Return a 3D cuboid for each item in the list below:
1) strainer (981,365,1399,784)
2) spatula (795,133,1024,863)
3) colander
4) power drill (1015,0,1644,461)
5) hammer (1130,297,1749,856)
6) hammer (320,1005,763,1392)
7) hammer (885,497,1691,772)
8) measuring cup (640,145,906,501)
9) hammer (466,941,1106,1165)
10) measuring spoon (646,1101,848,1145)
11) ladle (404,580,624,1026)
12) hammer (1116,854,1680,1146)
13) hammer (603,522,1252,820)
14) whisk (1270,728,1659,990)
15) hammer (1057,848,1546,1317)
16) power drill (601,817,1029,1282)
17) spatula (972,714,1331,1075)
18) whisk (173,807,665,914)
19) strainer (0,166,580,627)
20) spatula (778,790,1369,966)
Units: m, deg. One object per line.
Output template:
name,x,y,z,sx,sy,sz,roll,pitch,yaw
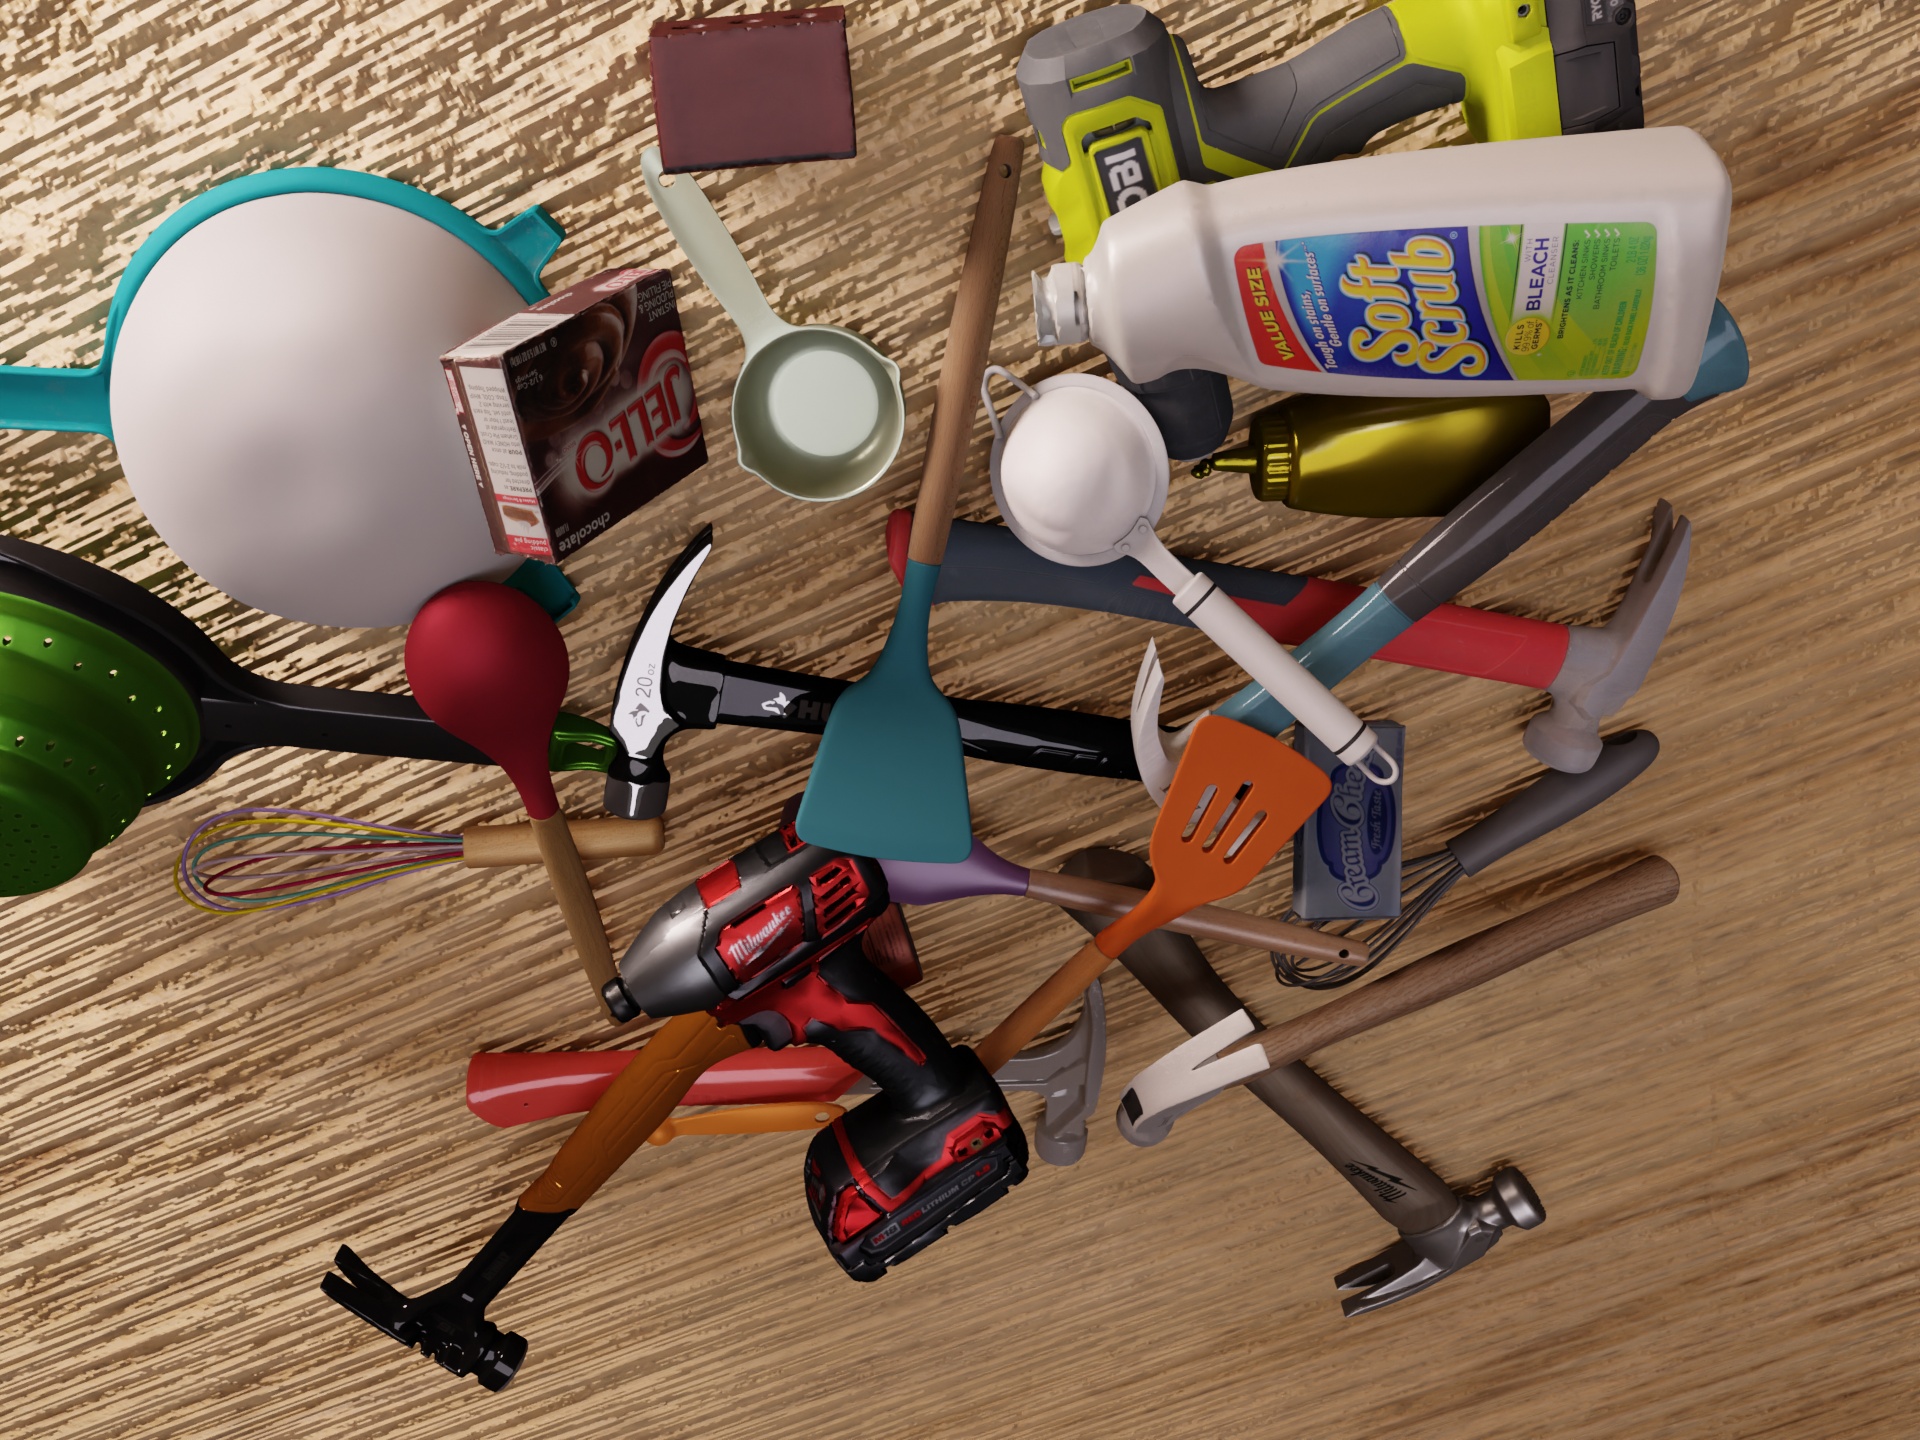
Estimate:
strainer,0.097,-0.062,0.699,0.258,0.050,0.087,43,122,0
spatula,-0.008,-0.093,0.702,0.082,0.044,0.317,9,106,-10
colander,-0.356,0.023,0.722,0.397,0.095,0.204,6,144,-18
power drill,0.153,-0.219,0.659,0.228,0.080,0.190,-17,125,8
hammer,0.210,-0.063,0.726,0.128,0.033,0.331,36,116,-25
hammer,-0.222,0.249,0.882,0.127,0.034,0.337,37,113,-13
hammer,0.157,-0.069,0.769,0.386,0.038,0.143,9,118,-10
measuring cup,-0.085,-0.174,0.694,0.083,0.038,0.167,-30,104,12
hammer,-0.097,0.196,0.908,0.359,0.037,0.149,0,121,-5
measuring spoon,-0.122,0.229,0.898,0.117,0.011,0.021,-4,121,-3
ladle,-0.201,0.060,0.785,0.069,0.031,0.315,-15,137,-11
hammer,0.240,0.144,0.854,0.331,0.031,0.130,-21,158,-10
hammer,-0.001,-0.003,0.792,0.334,0.035,0.146,8,111,-12
whisk,0.271,0.074,0.863,0.239,0.055,0.055,-34,118,10
hammer,0.184,0.219,0.945,0.146,0.038,0.410,-37,116,18
power drill,-0.069,0.162,0.786,0.143,0.079,0.219,-32,113,-7
spatula,0.062,0.123,0.824,0.081,0.041,0.322,27,126,-20
whisk,-0.276,0.071,0.817,0.245,0.047,0.051,-4,120,-6
strainer,-0.330,-0.119,0.668,0.340,0.095,0.210,2,121,-7
spatula,0.060,0.088,0.830,0.316,0.018,0.060,13,99,-3
